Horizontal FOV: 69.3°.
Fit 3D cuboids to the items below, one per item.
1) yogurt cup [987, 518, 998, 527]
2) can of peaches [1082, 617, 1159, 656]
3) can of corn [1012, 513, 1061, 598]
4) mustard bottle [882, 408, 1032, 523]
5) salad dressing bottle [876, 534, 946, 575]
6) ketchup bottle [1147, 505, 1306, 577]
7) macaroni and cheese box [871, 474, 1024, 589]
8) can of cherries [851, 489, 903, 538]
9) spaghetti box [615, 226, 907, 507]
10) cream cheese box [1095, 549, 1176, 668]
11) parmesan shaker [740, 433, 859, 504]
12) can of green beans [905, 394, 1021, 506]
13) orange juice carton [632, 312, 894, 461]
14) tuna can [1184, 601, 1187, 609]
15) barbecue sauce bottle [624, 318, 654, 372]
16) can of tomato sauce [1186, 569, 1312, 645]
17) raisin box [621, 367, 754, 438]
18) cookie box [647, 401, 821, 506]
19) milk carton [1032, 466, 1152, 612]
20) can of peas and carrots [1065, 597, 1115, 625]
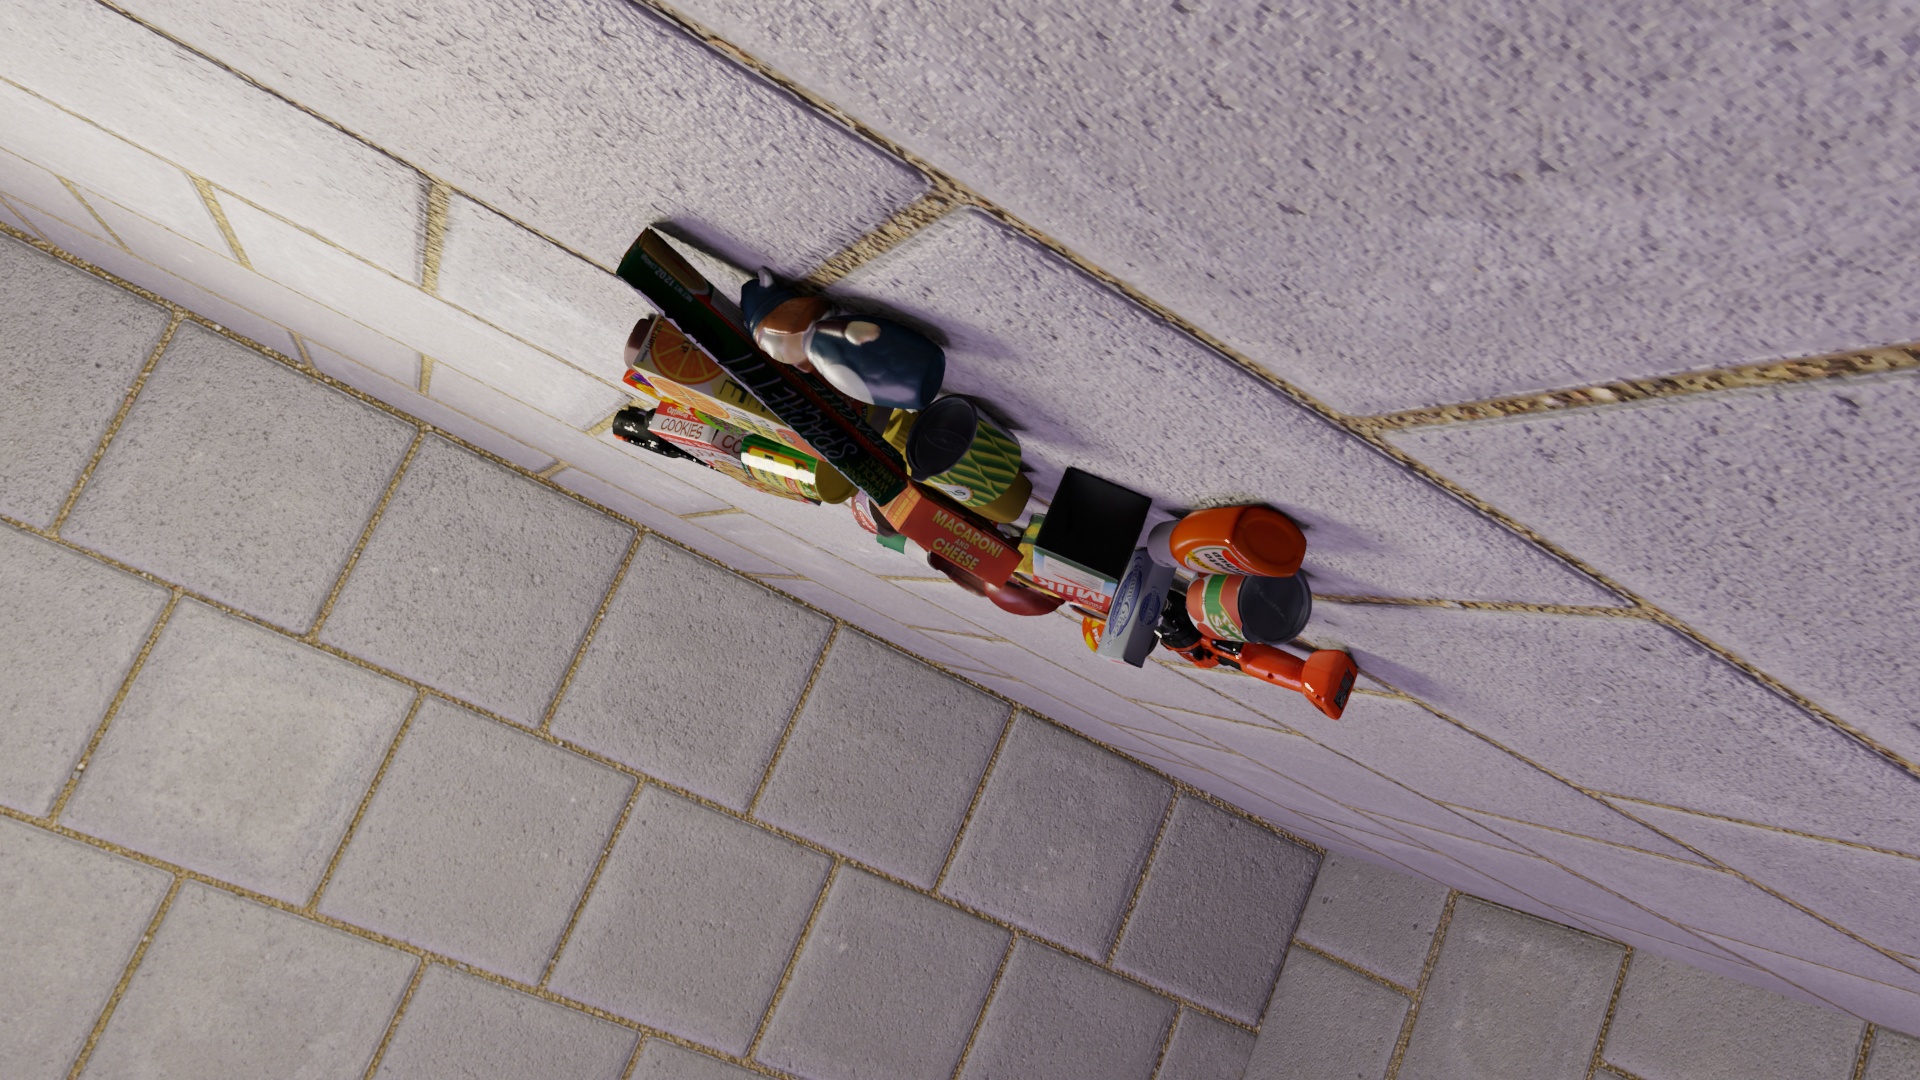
[{"bbox_3d":[0.005,-0.017,1.323,0.072,0.054,0.072,23,170,4],"label":"yogurt cup"},{"bbox_3d":[0.170,0.096,1.492,0.071,0.071,0.058,27,171,-19],"label":"can of peaches"},{"bbox_3d":[0.083,0.015,1.293,0.071,0.058,0.071,23,170,5],"label":"can of corn"},{"bbox_3d":[-0.017,-0.067,1.118,0.160,0.049,0.065,29,175,-27],"label":"mustard bottle"},{"bbox_3d":[-0.024,0.013,1.588,0.148,0.044,0.064,22,172,16],"label":"salad dressing bottle"},{"bbox_3d":[0.187,0.001,1.019,0.065,0.043,0.148,27,170,-18],"label":"ketchup bottle"},{"bbox_3d":[-0.031,-0.033,1.207,0.123,0.040,0.167,30,-171,-35],"label":"macaroni and cheese box"},{"bbox_3d":[-0.069,-0.036,1.343,0.071,0.071,0.058,27,170,-20],"label":"can of cherries"},{"bbox_3d":[-0.132,-0.117,0.966,0.249,0.028,0.050,42,-163,-22],"label":"spaghetti box"},{"bbox_3d":[0.155,0.059,1.224,0.024,0.104,0.053,23,172,-20],"label":"cream cheese box"},{"bbox_3d":[-0.152,-0.076,1.330,0.103,0.071,0.071,17,168,35],"label":"parmesan shaker"},{"bbox_3d":[0.003,-0.066,1.026,0.071,0.071,0.057,14,166,44],"label":"can of green beans"},{"bbox_3d":[-0.143,-0.120,1.061,0.193,0.072,0.073,22,171,11],"label":"orange juice carton"},{"bbox_3d":[0.234,0.055,1.229,0.071,0.033,0.071,23,170,4],"label":"tuna can"},{"bbox_3d":[-0.214,-0.141,1.200,0.148,0.044,0.064,24,168,-3],"label":"barbecue sauce bottle"},{"bbox_3d":[0.227,0.050,1.106,0.071,0.071,0.083,27,170,-17],"label":"can of tomato sauce"},{"bbox_3d":[-0.244,-0.141,1.288,0.123,0.040,0.086,26,171,-20],"label":"raisin box"},{"bbox_3d":[-0.240,-0.096,1.521,0.123,0.040,0.167,14,167,44],"label":"cookie box"},{"bbox_3d":[0.106,0.006,1.155,0.073,0.072,0.190,22,169,7],"label":"milk carton"},{"bbox_3d":[0.143,0.048,1.330,0.071,0.059,0.071,23,171,4],"label":"can of peas and carrots"}]
